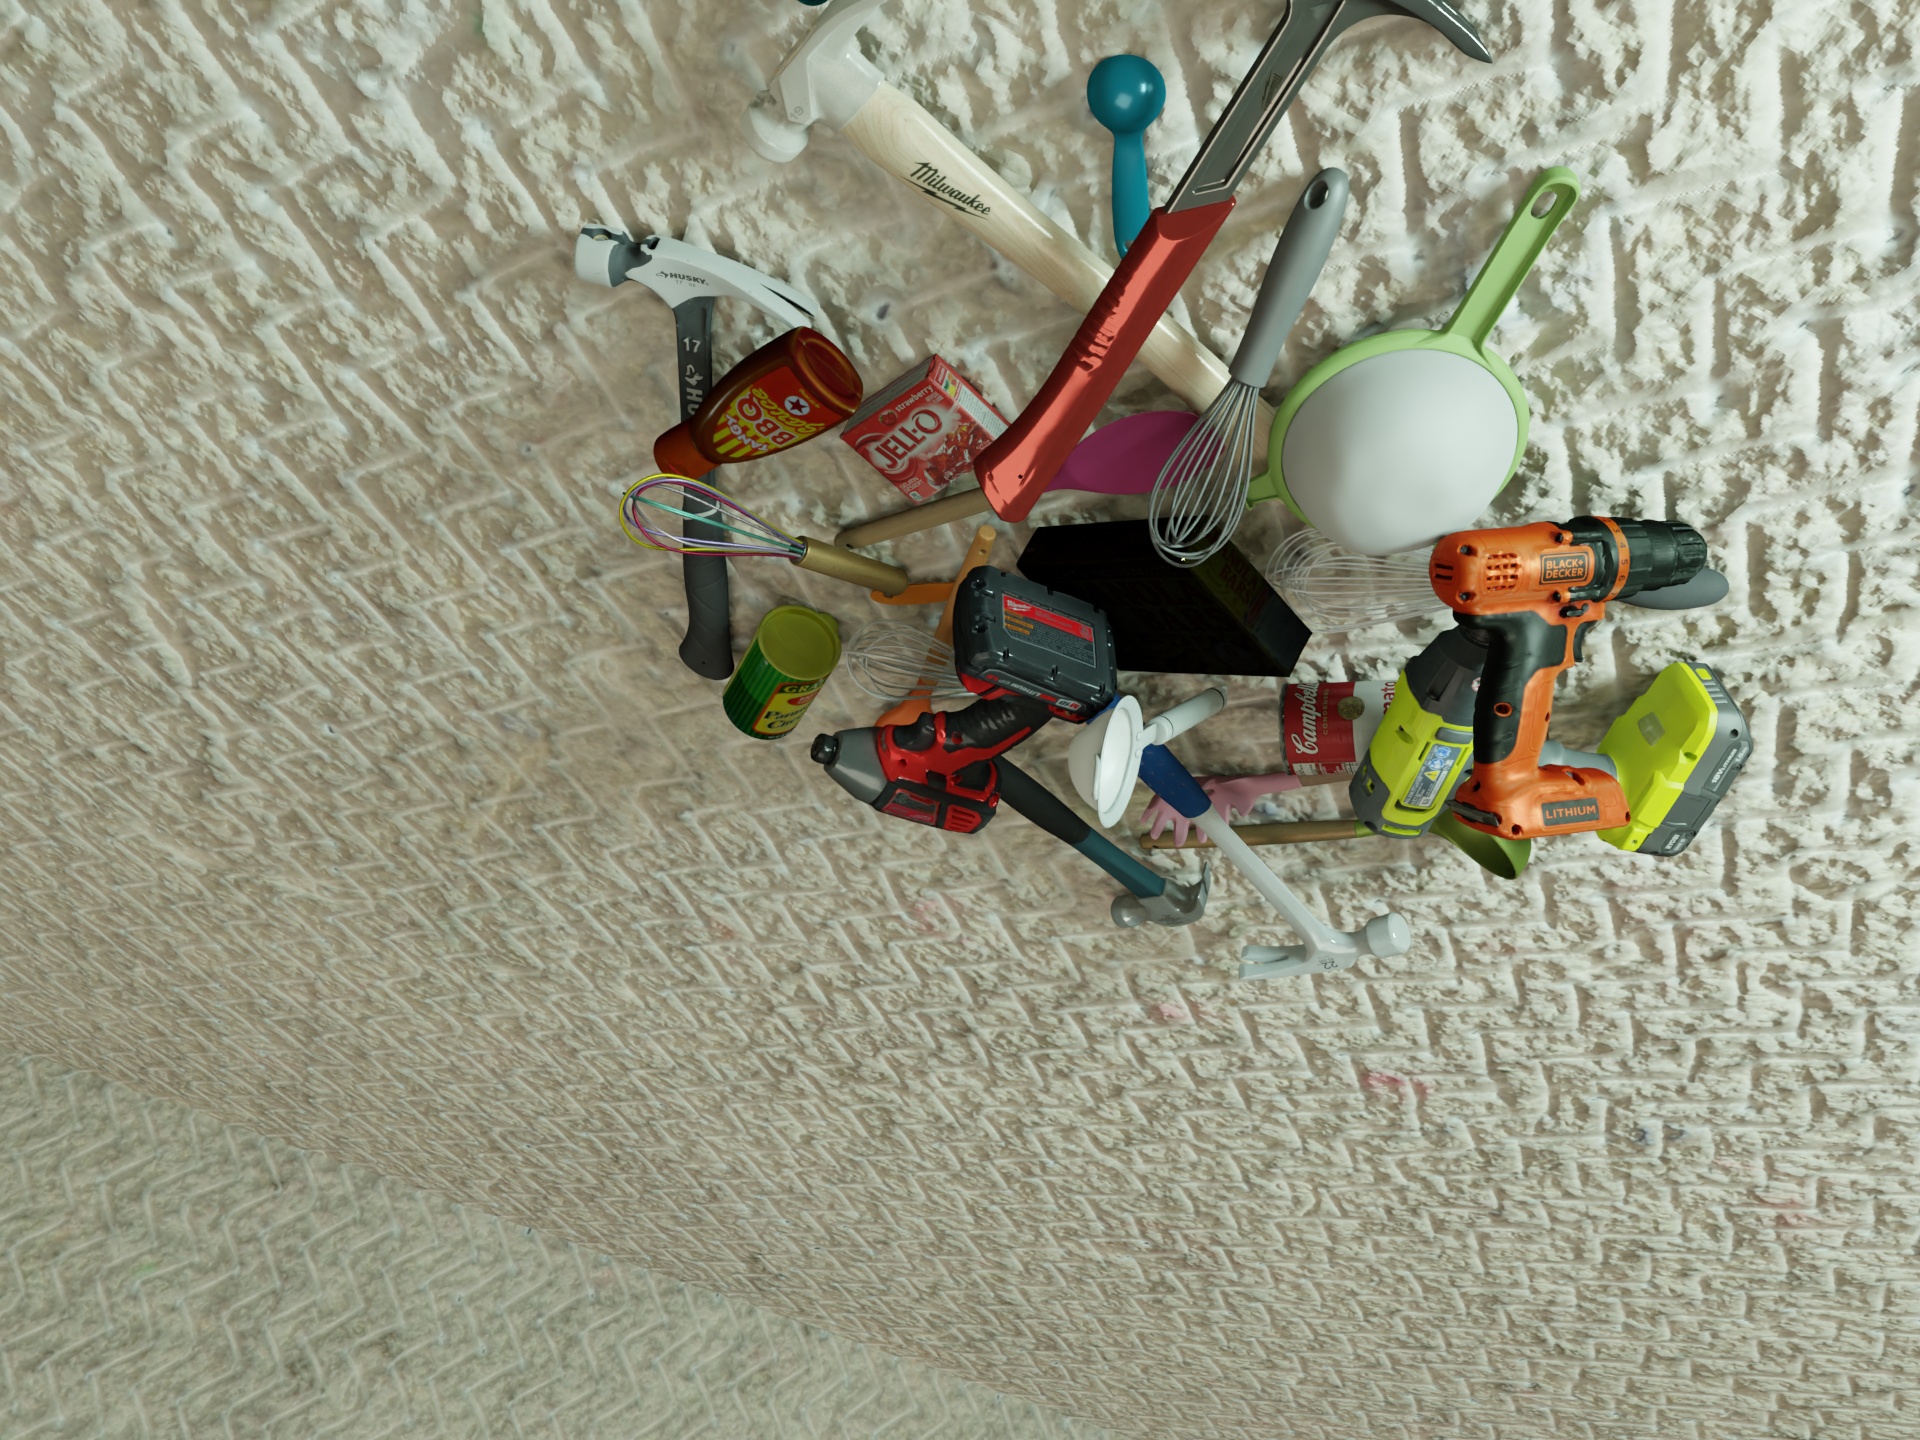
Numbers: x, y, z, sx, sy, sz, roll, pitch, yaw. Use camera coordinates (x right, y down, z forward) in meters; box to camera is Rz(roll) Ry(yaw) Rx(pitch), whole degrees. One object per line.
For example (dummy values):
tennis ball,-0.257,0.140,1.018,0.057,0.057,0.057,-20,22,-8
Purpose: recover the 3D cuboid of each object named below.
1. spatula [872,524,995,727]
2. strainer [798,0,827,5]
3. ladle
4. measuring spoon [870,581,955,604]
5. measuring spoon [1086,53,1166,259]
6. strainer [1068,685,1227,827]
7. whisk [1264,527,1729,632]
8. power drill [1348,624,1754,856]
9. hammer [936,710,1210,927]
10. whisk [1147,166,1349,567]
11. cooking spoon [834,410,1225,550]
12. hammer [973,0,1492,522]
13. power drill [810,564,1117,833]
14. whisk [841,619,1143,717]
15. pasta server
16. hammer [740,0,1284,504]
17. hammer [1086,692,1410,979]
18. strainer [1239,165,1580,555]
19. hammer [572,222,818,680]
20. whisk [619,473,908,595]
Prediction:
spatula,-0.018,-0.038,1.210,0.081,0.041,0.322,8,147,-10
strainer,-0.061,-0.448,0.666,0.211,0.095,0.340,15,142,1
ladle,0.289,0.098,1.269,0.320,0.062,0.078,-6,139,30
measuring spoon,-0.015,-0.098,1.170,0.117,0.011,0.021,-3,142,29
measuring spoon,0.090,-0.297,0.864,0.042,0.021,0.128,6,142,13
strainer,0.130,0.010,1.087,0.050,0.258,0.086,13,110,29
whisk,0.339,-0.089,1.016,0.284,0.070,0.070,2,141,10
power drill,0.390,0.011,1.049,0.223,0.080,0.171,8,128,-11
hammer,0.087,0.087,1.310,0.128,0.033,0.330,-12,140,45
whisk,0.163,-0.193,0.896,0.055,0.055,0.238,18,119,-3
cooking spoon,0.031,-0.151,1.046,0.319,0.017,0.068,-11,145,40
hammer,0.114,-0.241,0.851,0.149,0.037,0.359,19,132,-18
power drill,-0.002,-0.004,1.098,0.143,0.079,0.219,19,139,-24
whisk,0.028,-0.026,1.178,0.246,0.058,0.059,12,176,-23
pasta server,0.287,0.045,1.217,0.316,0.040,0.060,-12,135,30
hammer,0.077,-0.252,0.904,0.410,0.038,0.146,33,147,-23
hammer,0.184,0.077,1.228,0.144,0.035,0.405,-23,125,35
strainer,0.272,-0.179,0.884,0.151,0.069,0.256,14,135,-10
hammer,-0.179,-0.163,1.124,0.149,0.036,0.408,13,143,3
whisk,-0.130,-0.119,1.084,0.051,0.047,0.244,7,175,45
